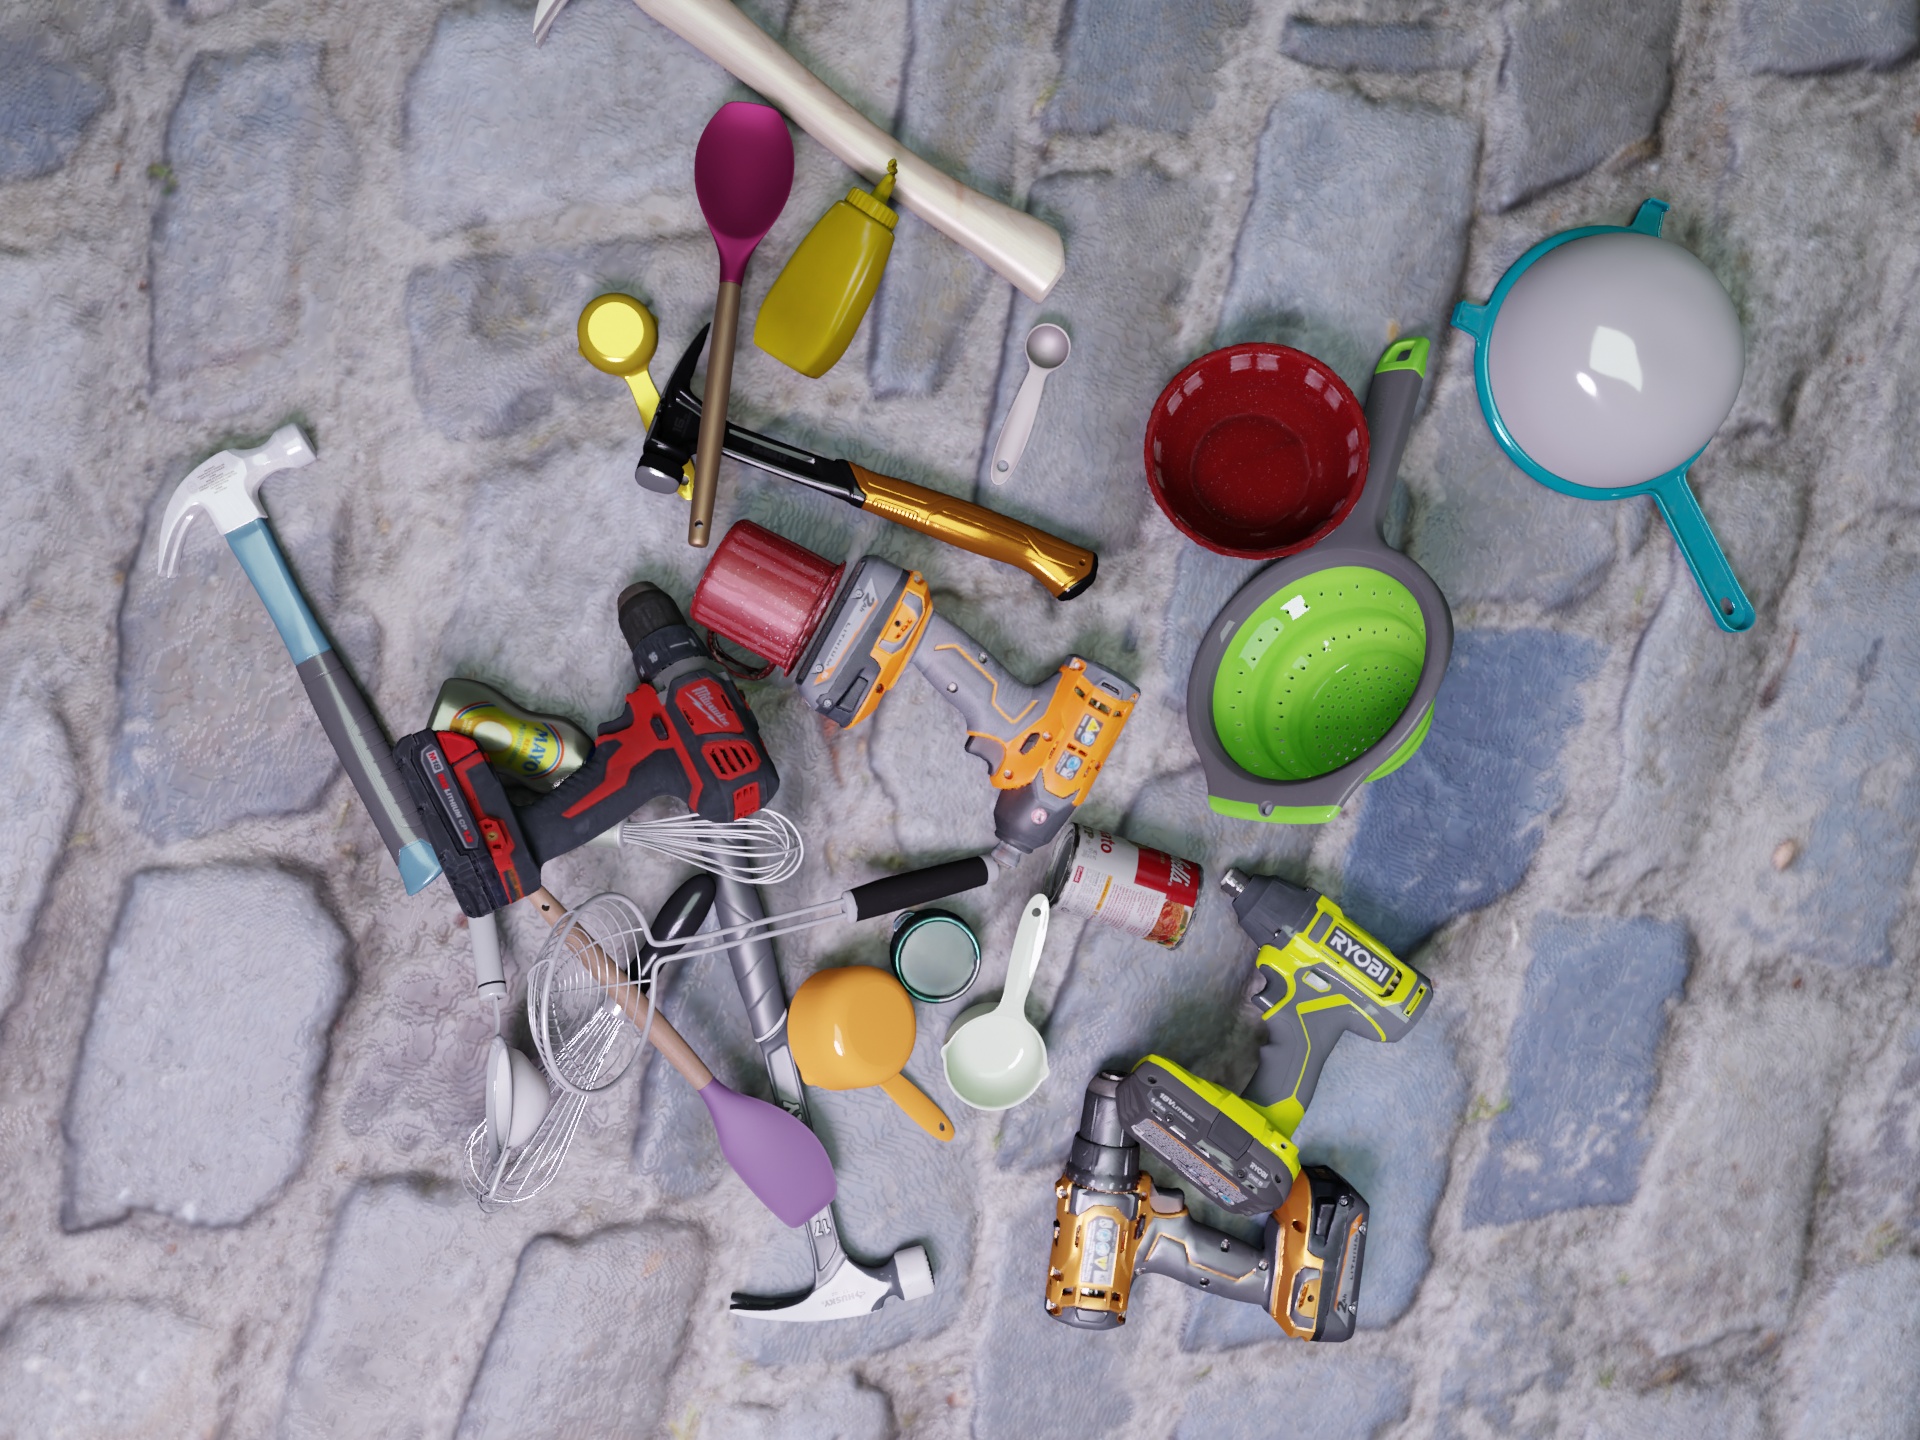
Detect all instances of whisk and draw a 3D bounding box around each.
[{"bbox_3d":[-0.229,0.078,1.115,0.246,0.058,0.059,5,112,9],"label":"whisk"},{"bbox_3d":[-0.259,0.226,1.124,0.070,0.070,0.284,35,90,-7],"label":"whisk"}]

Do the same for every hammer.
[{"bbox_3d":[-0.444,-0.032,1.112,0.128,0.033,0.331,-27,95,-6],"label":"hammer"},{"bbox_3d":[-0.055,-0.169,1.145,0.336,0.034,0.127,20,69,-12],"label":"hammer"},{"bbox_3d":[-0.138,0.243,1.160,0.149,0.036,0.409,-14,93,-5],"label":"hammer"},{"bbox_3d":[-0.104,-0.427,1.138,0.410,0.038,0.146,35,89,-7],"label":"hammer"}]

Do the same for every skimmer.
[{"bbox_3d":[-0.116,0.148,1.069,0.363,0.090,0.127,-12,105,-29],"label":"skimmer"}]

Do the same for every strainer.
[{"bbox_3d":[0.533,-0.218,1.195,0.211,0.095,0.340,-29,94,-5],"label":"strainer"},{"bbox_3d":[-0.318,0.194,1.094,0.050,0.087,0.259,-3,67,-29],"label":"strainer"}]

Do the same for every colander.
[{"bbox_3d":[0.299,-0.094,1.171,0.094,0.204,0.397,33,69,-40],"label":"colander"}]

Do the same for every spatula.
[{"bbox_3d":[-0.192,0.232,1.106,0.060,0.018,0.315,-39,106,-4],"label":"spatula"}]

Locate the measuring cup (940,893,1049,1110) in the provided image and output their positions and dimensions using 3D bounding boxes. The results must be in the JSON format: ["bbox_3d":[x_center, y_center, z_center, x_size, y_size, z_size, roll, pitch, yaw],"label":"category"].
[{"bbox_3d":[0.035,0.202,1.168,0.083,0.038,0.167,14,98,-9],"label":"measuring cup"}]

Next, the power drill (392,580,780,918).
[{"bbox_3d":[-0.256,0.013,1.069,0.226,0.080,0.188,-24,67,-18],"label":"power drill"}]

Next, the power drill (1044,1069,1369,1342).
[{"bbox_3d":[0.182,0.363,1.184,0.226,0.084,0.185,7,89,-3],"label":"power drill"}]

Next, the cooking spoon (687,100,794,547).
[{"bbox_3d":[-0.161,-0.274,1.092,0.068,0.017,0.319,7,82,-7],"label":"cooking spoon"}]

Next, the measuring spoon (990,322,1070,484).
[{"bbox_3d":[0.047,-0.233,1.177,0.034,0.018,0.124,20,96,-8],"label":"measuring spoon"}]

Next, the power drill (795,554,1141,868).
[{"bbox_3d":[-0.002,-0.004,1.146,0.226,0.084,0.164,28,89,-11],"label":"power drill"}]

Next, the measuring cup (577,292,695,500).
[{"bbox_3d":[-0.224,-0.230,1.133,0.062,0.029,0.156,-25,94,-6],"label":"measuring cup"}]

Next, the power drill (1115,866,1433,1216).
[{"bbox_3d":[0.218,0.226,1.153,0.171,0.080,0.223,37,65,8],"label":"power drill"}]

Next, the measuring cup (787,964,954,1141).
[{"bbox_3d":[-0.047,0.247,1.147,0.173,0.052,0.095,48,50,-19],"label":"measuring cup"}]
